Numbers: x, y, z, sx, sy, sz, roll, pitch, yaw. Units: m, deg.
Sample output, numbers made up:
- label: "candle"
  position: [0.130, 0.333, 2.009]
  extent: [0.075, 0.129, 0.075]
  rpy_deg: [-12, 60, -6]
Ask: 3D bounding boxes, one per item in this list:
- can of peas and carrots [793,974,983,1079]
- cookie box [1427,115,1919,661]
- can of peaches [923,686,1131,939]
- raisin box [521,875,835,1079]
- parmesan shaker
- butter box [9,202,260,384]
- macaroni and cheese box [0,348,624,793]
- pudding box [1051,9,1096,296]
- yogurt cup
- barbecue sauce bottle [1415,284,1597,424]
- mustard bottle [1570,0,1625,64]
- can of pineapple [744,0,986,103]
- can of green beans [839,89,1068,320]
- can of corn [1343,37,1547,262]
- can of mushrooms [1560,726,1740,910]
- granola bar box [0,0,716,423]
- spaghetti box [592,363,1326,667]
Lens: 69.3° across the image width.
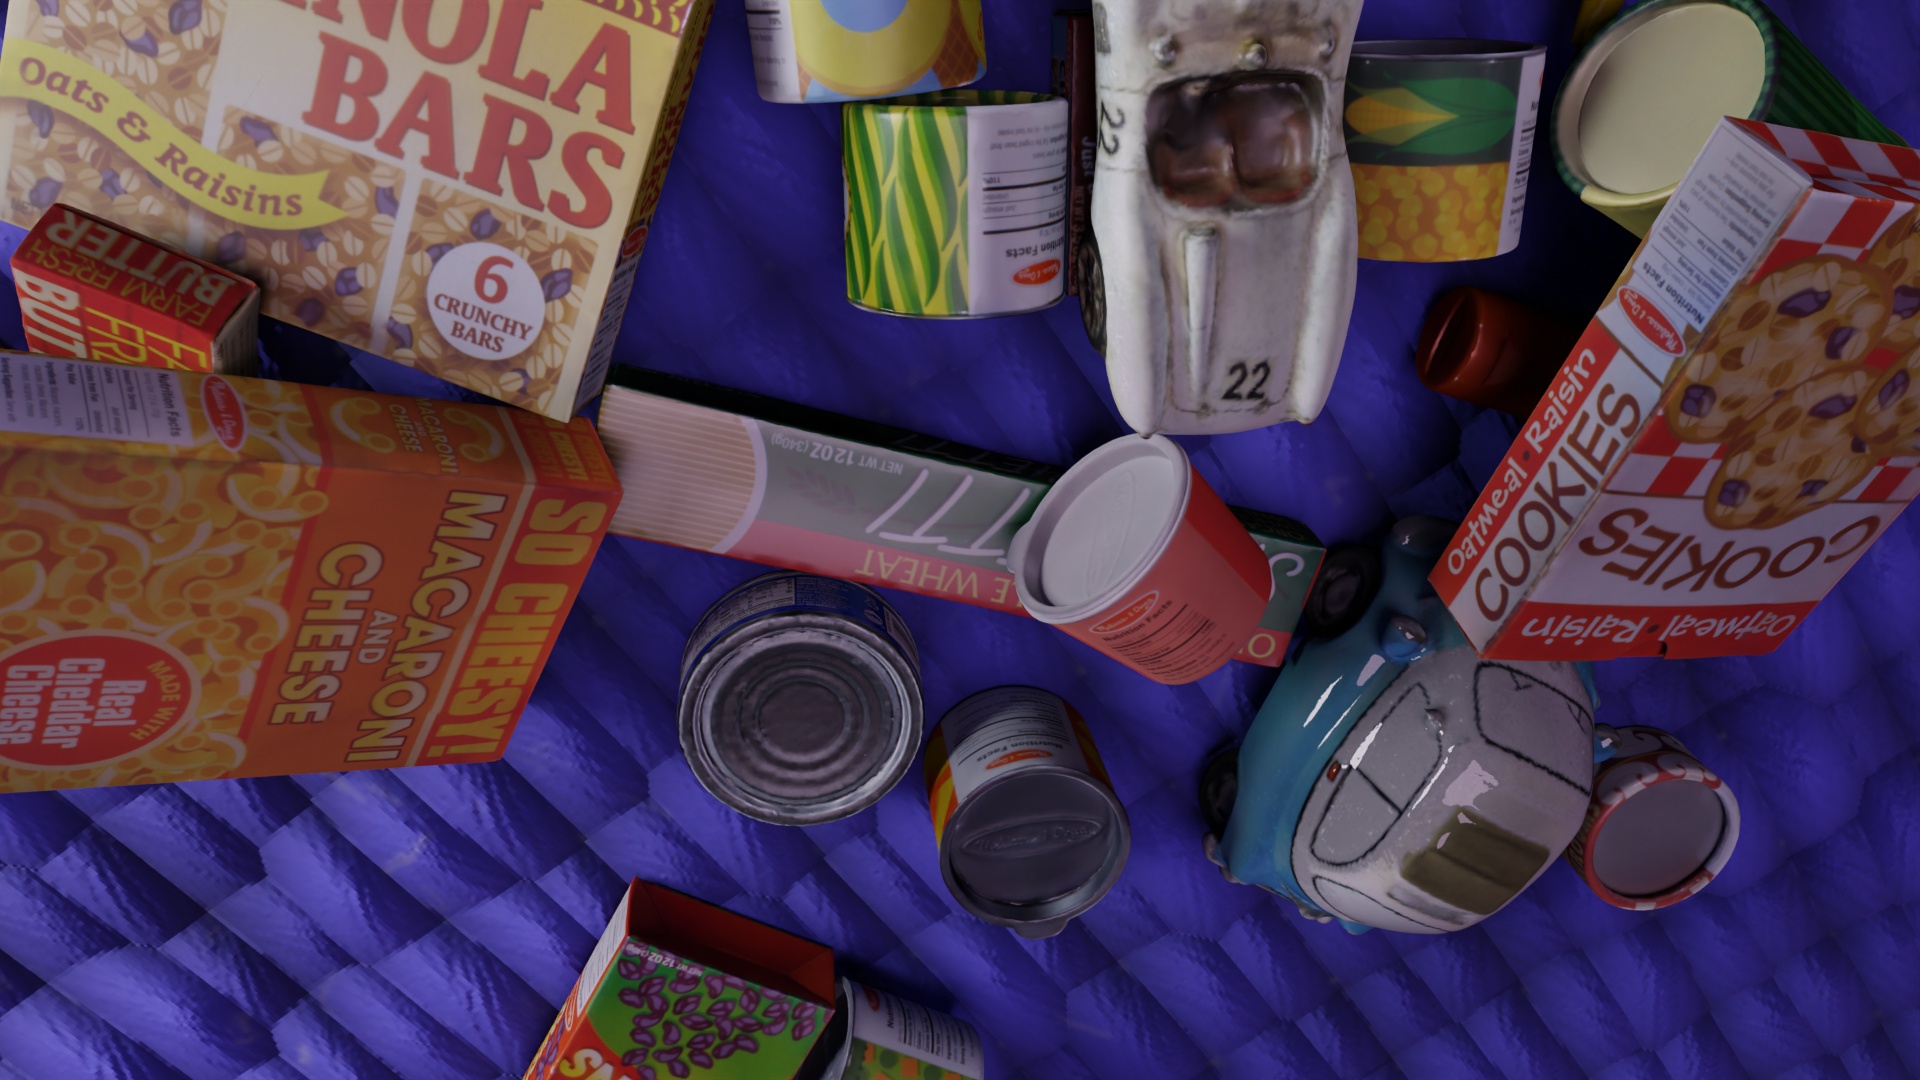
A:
- label: "can of peas and carrots"
  position: [-0.033, 0.210, 0.531]
  extent: [0.059, 0.071, 0.070]
  rpy_deg: [26, 107, -17]
- label: "cookie box"
  position: [0.233, -0.033, 0.410]
  extent: [0.123, 0.040, 0.166]
  rpy_deg: [1, 133, -20]
- label: "can of peaches"
  position: [0.022, 0.096, 0.496]
  extent: [0.071, 0.058, 0.071]
  rpy_deg: [-3, 113, -7]
- label: "raisin box"
  position: [-0.114, 0.199, 0.531]
  extent: [0.086, 0.040, 0.123]
  rpy_deg: [25, 106, -18]
- label: "parmesan shaker"
  position: [0.234, -0.115, 0.413]
  extent: [0.103, 0.071, 0.071]
  rpy_deg: [15, 111, -37]
- label: "butter box"
  position: [-0.228, -0.045, 0.392]
  extent: [0.053, 0.024, 0.103]
  rpy_deg: [23, 144, -12]
- label: "macaroni and cheese box"
  position: [-0.197, 0.013, 0.391]
  extent: [0.167, 0.040, 0.123]
  rpy_deg: [3, 130, -41]
- label: "pudding box"
  position: [0.054, -0.119, 0.427]
  extent: [0.050, 0.030, 0.083]
  rpy_deg: [-4, 113, -8]
- label: "yogurt cup"
  position: [0.059, 0.008, 0.430]
  extent: [0.054, 0.072, 0.072]
  rpy_deg: [38, 103, -28]
- label: "barbecue sauce bottle"
  position: [0.229, -0.049, 0.473]
  extent: [0.148, 0.044, 0.064]
  rpy_deg: [15, 115, -13]
- label: "mustard bottle"
  position: [0.207, -0.213, 0.400]
  extent: [0.065, 0.049, 0.159]
  rpy_deg: [13, 111, -10]
- label: "can of pineapple"
  position: [-0.025, -0.154, 0.382]
  extent: [0.071, 0.071, 0.057]
  rpy_deg: [-7, 114, -5]
- label: "can of green beans"
  position: [-0.002, -0.100, 0.408]
  extent: [0.071, 0.071, 0.057]
  rpy_deg: [-3, 112, -6]
- label: "can of corn"
  position: [0.135, -0.119, 0.420]
  extent: [0.071, 0.071, 0.058]
  rpy_deg: [-4, 113, -6]
- label: "can of mushrooms"
  position: [0.267, 0.111, 0.550]
  extent: [0.071, 0.033, 0.070]
  rpy_deg: [-3, 113, -7]
- label: "granola bar box"
  position: [-0.164, -0.119, 0.379]
  extent: [0.165, 0.039, 0.123]
  rpy_deg: [20, 108, -5]
- label: "spaghetti box"
  position: [0.002, -0.006, 0.467]
  extent: [0.250, 0.029, 0.050]
  rpy_deg: [12, 109, -12]
